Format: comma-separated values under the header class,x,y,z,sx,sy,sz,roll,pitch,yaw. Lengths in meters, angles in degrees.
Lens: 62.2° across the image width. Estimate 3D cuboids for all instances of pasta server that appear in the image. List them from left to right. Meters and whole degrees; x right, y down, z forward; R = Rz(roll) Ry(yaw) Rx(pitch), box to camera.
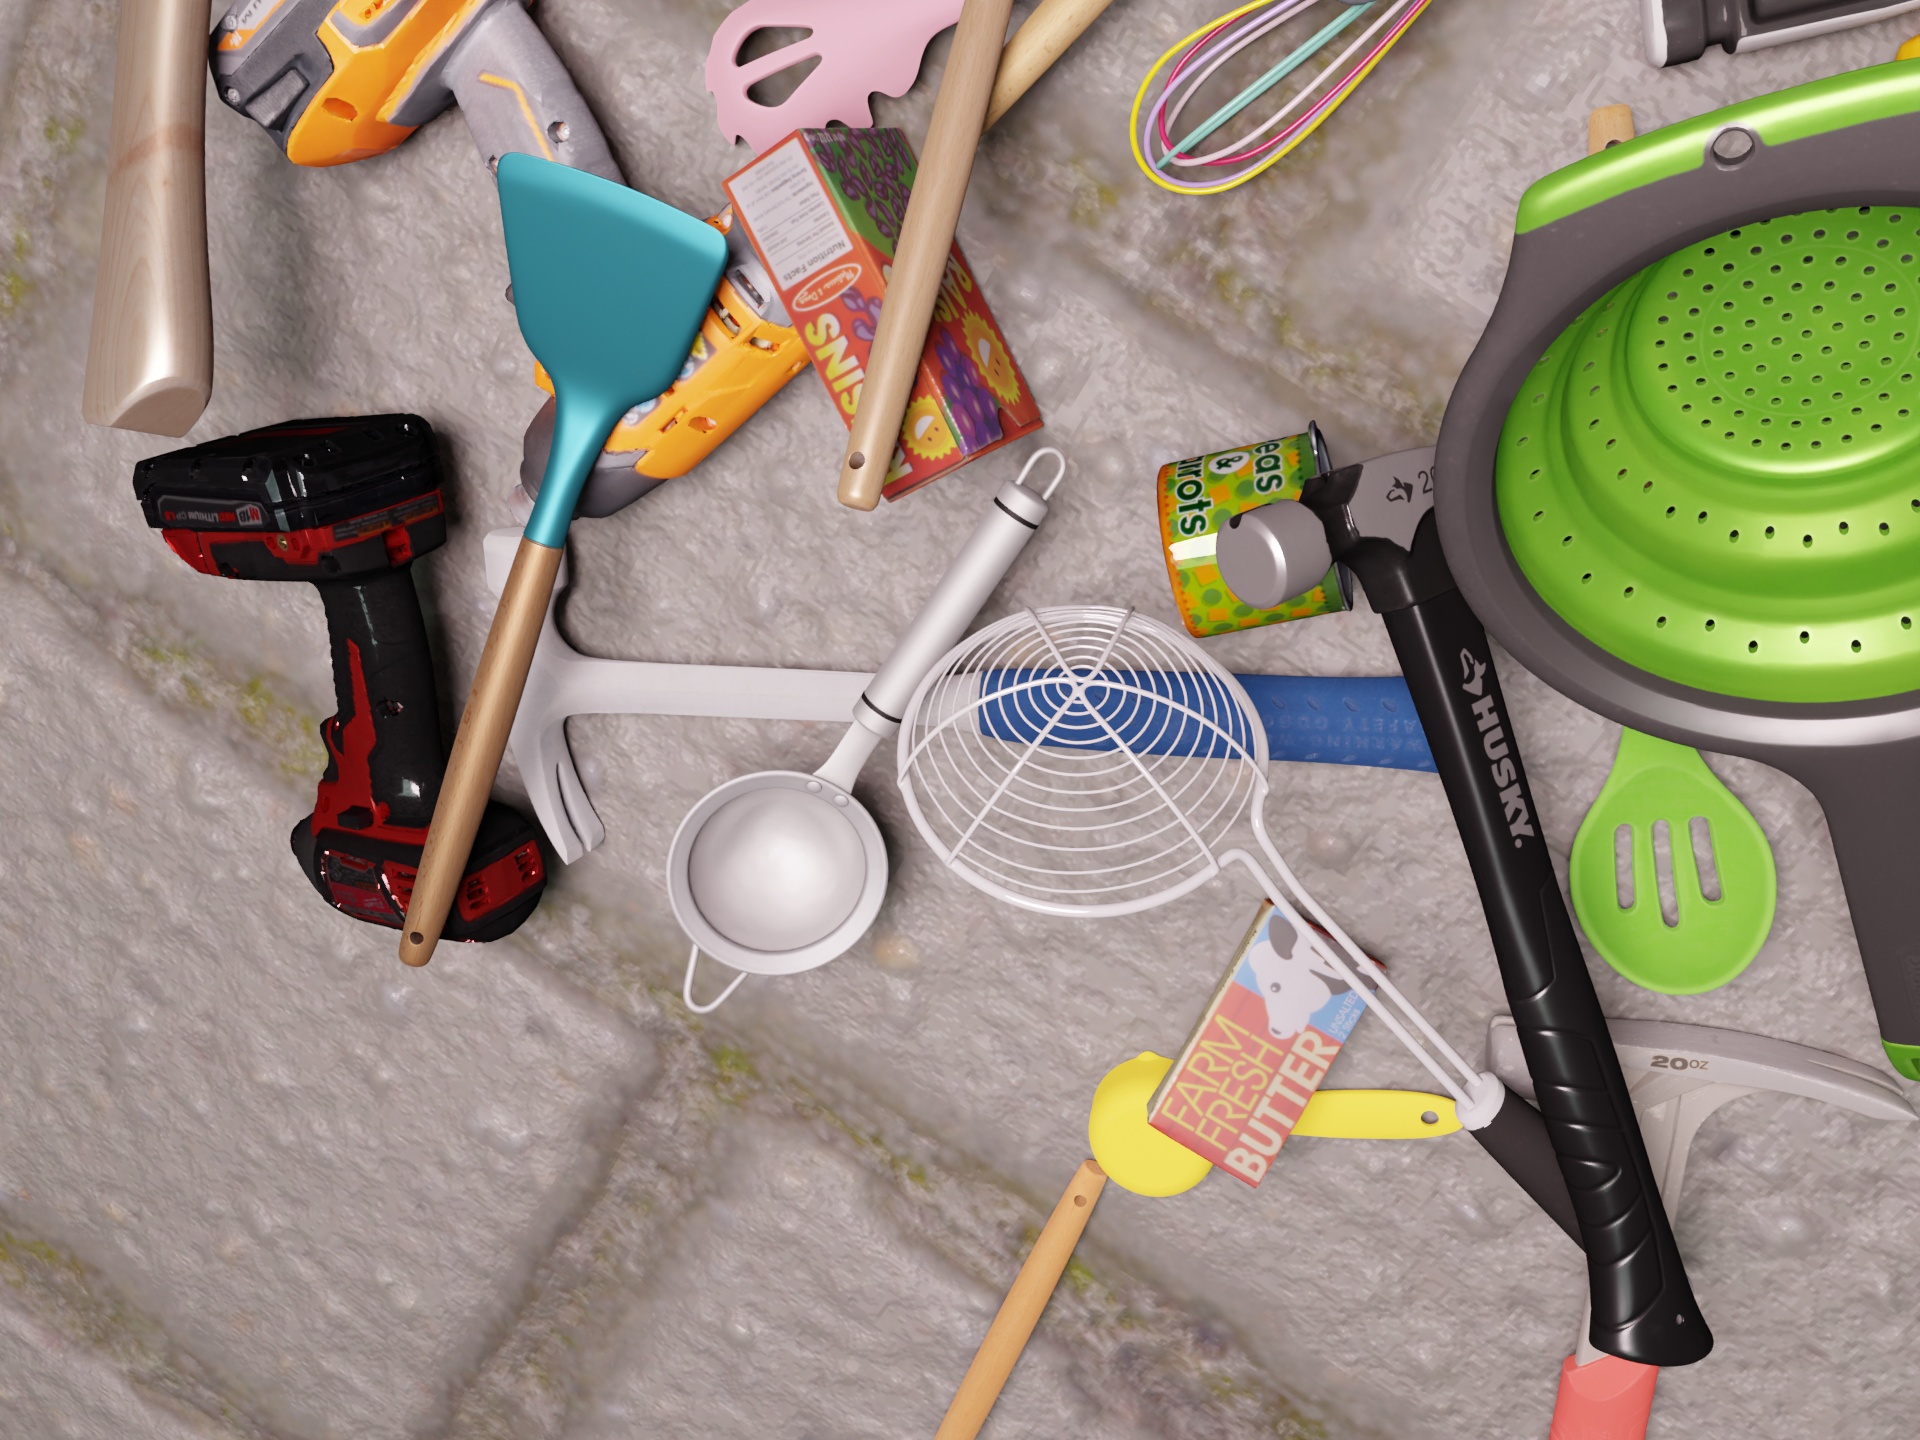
class,x,y,z,sx,sy,sz,roll,pitch,yaw
pasta server,0.049,-0.271,0.551,0.316,0.040,0.060,-16,102,15

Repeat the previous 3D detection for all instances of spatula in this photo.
class,x,y,z,sx,sy,sz,roll,pitch,yaw
spatula,-0.167,-0.042,0.590,0.082,0.044,0.317,21,106,-3
spatula,-0.002,0.334,0.751,0.081,0.041,0.322,26,107,6

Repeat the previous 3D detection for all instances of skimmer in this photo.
class,x,y,z,sx,sy,sz,roll,pitch,yaw
skimmer,0.131,0.100,0.582,0.363,0.127,0.090,45,150,-15

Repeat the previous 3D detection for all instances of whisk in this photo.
class,x,y,z,sx,sy,sz,roll,pitch,yaw
whisk,0.153,-0.250,0.500,0.245,0.051,0.047,-32,88,30

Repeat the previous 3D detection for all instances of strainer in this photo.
class,x,y,z,sx,sy,sz,roll,pitch,yaw
strainer,-0.035,0.004,0.610,0.086,0.050,0.258,31,106,-16

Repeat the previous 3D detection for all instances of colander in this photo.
class,x,y,z,sx,sy,sz,roll,pitch,yaw
colander,0.288,-0.032,0.511,0.204,0.095,0.396,-9,129,33

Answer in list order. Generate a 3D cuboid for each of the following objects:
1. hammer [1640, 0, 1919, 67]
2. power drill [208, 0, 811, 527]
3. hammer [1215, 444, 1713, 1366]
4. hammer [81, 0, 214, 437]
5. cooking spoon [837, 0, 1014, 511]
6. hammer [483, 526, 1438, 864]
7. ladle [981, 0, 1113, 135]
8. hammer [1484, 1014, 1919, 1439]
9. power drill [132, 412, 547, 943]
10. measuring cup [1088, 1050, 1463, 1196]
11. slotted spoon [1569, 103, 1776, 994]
class,x,y,z,sx,sy,sz,roll,pitch,yaw
hammer,0.248,-0.377,0.458,0.127,0.034,0.336,-8,104,18
power drill,-0.171,-0.189,0.606,0.164,0.084,0.226,-37,98,24
hammer,0.198,0.067,0.544,0.035,0.146,0.334,-8,103,61
hammer,-0.275,-0.307,0.553,0.146,0.038,0.410,11,95,29
cooking spoon,0.006,-0.223,0.523,0.069,0.017,0.319,14,87,18
hammer,-0.001,-0.002,0.640,0.405,0.035,0.144,3,107,14
ladle,0.100,-0.288,0.481,0.315,0.031,0.069,-39,63,30
hammer,0.273,0.292,0.655,0.149,0.037,0.359,6,108,13
power drill,-0.261,-0.013,0.678,0.143,0.078,0.219,5,115,36
measuring cup,0.129,0.170,0.659,0.156,0.029,0.062,-5,105,18
slotted spoon,0.243,-0.054,0.563,0.070,0.031,0.313,-6,103,17
